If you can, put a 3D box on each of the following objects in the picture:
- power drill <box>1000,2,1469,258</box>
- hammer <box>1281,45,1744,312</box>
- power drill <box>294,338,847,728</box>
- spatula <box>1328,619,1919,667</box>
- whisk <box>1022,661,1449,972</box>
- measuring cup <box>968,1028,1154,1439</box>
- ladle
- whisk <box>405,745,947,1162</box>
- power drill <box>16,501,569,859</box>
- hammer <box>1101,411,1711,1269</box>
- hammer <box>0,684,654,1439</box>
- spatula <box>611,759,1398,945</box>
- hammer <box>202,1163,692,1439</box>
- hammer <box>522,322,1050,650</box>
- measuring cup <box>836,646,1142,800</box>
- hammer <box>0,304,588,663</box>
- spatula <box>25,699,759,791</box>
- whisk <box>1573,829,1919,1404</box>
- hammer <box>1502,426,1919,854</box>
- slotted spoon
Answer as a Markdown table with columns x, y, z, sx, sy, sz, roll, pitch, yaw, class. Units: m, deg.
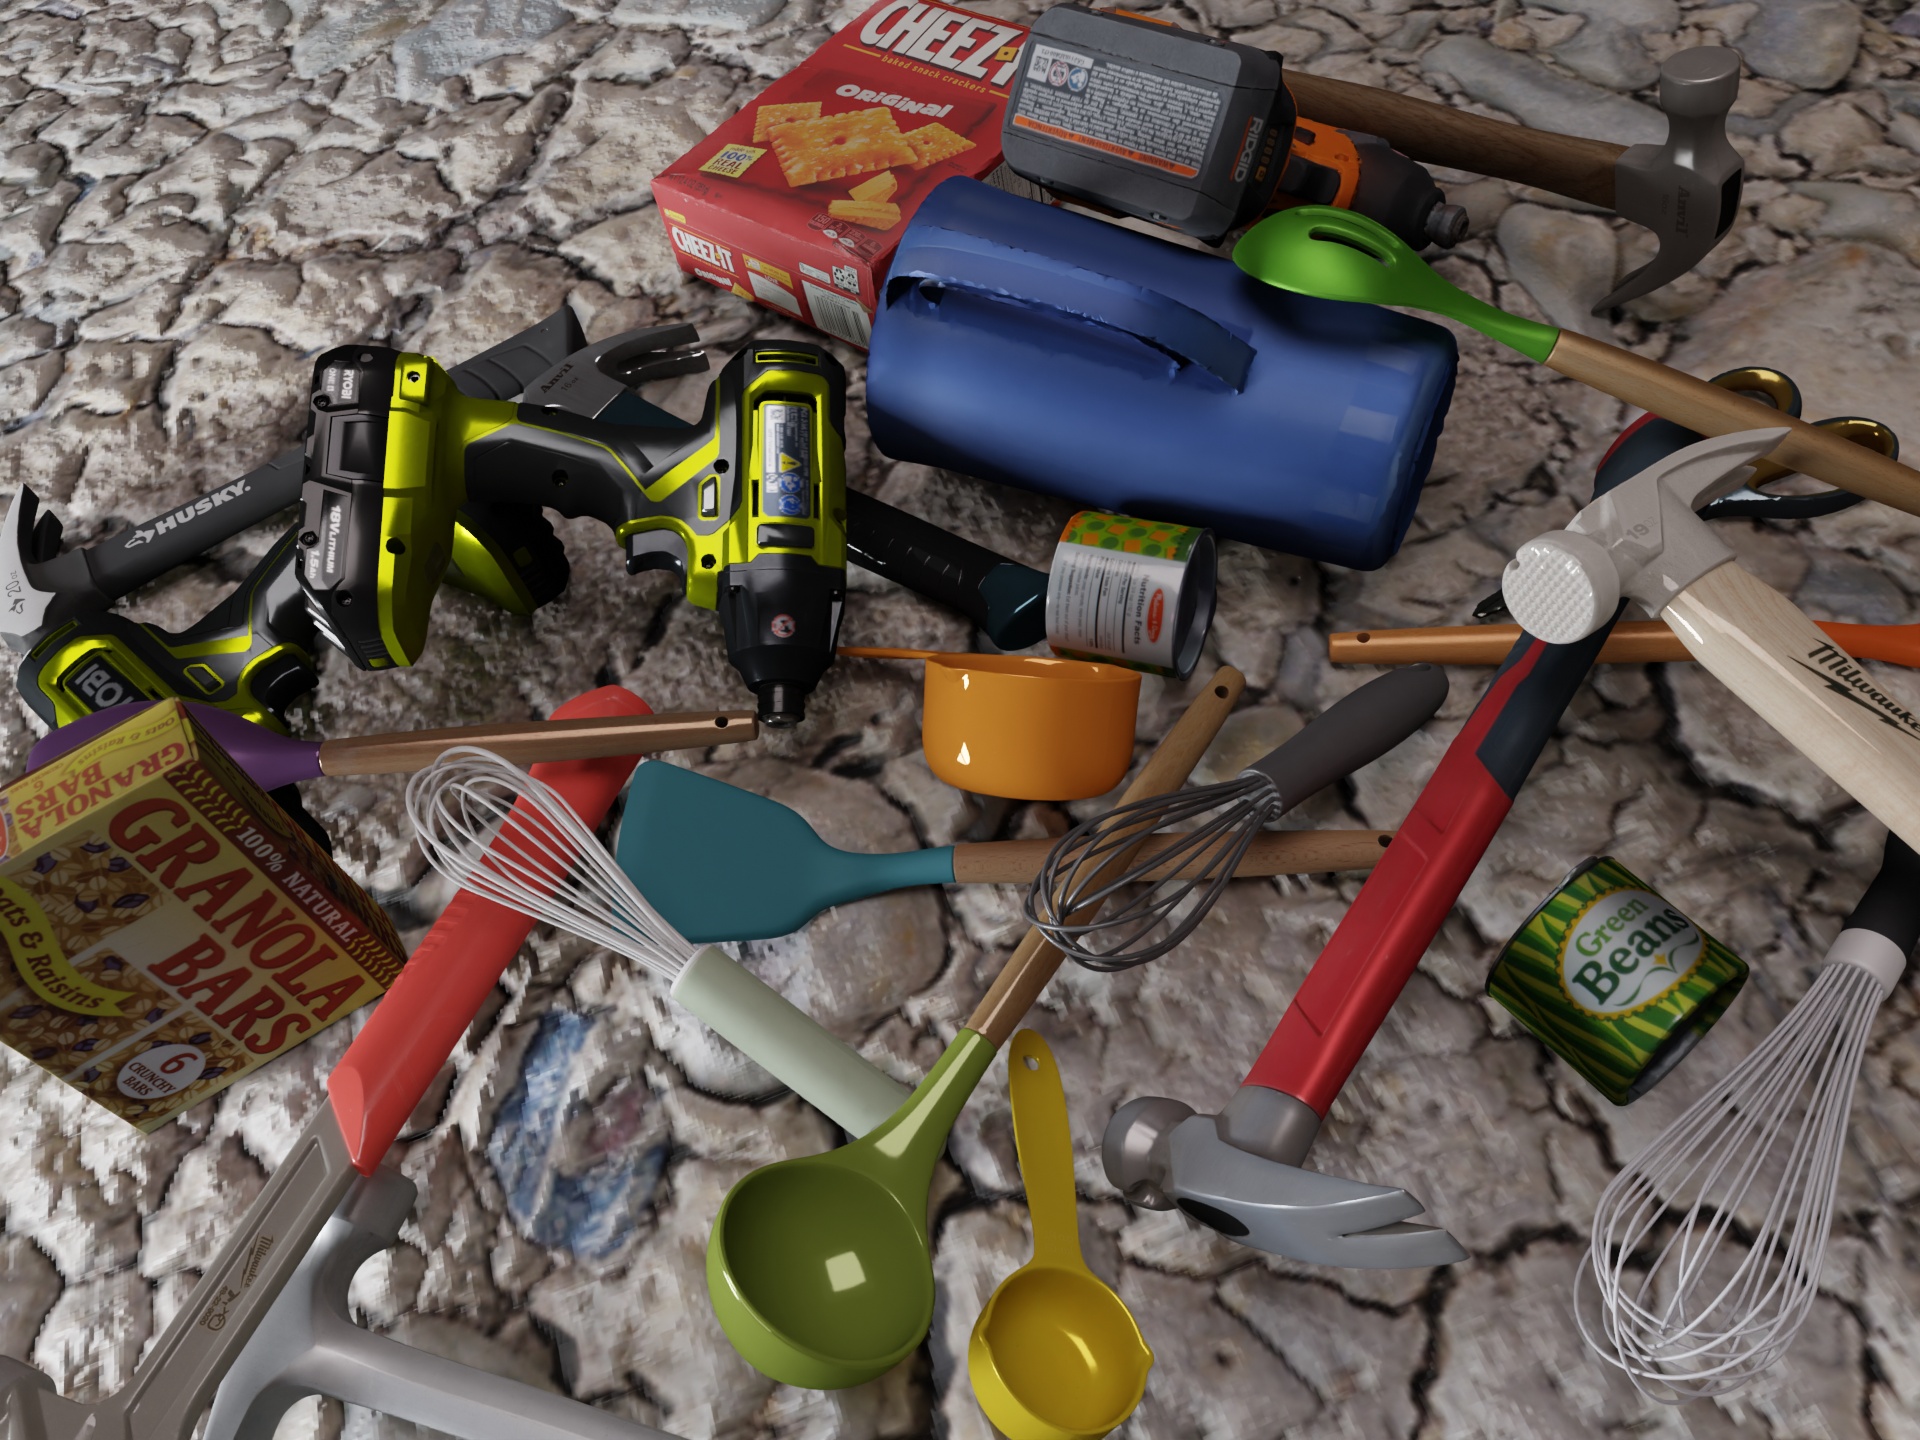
| x | y | z | sx | sy | sz | roll | pitch | yaw | class |
| --- | --- | --- | --- | --- | --- | --- | --- | --- | --- |
| 0.140 | -0.265 | 0.754 | 0.164 | 0.084 | 0.226 | 28 | 22 | 27 | power drill |
| 0.238 | -0.297 | 0.810 | 0.031 | 0.129 | 0.332 | -40 | 46 | -16 | hammer |
| -0.160 | -0.083 | 0.690 | 0.223 | 0.080 | 0.171 | 1 | 74 | -9 | power drill |
| 0.314 | -0.039 | 0.641 | 0.322 | 0.041 | 0.081 | -1 | 56 | 12 | spatula |
| 0.115 | 0.027 | 0.597 | 0.239 | 0.055 | 0.055 | -28 | 51 | -35 | whisk |
| 0.027 | 0.178 | 0.557 | 0.062 | 0.029 | 0.157 | 14 | 38 | -16 | measuring cup |
| 0.024 | 0.091 | 0.570 | 0.078 | 0.062 | 0.320 | 35 | 65 | 6 | ladle |
| -0.107 | 0.089 | 0.596 | 0.246 | 0.057 | 0.059 | 35 | 27 | 7 | whisk |
| -0.299 | -0.035 | 0.746 | 0.191 | 0.080 | 0.228 | 34 | 70 | 25 | power drill |
| 0.197 | 0.018 | 0.568 | 0.386 | 0.038 | 0.143 | -51 | 18 | -24 | hammer |
| -0.202 | 0.124 | 0.600 | 0.149 | 0.036 | 0.359 | 12 | 49 | 18 | hammer |
| 0.022 | 0.053 | 0.635 | 0.317 | 0.044 | 0.082 | -3 | 58 | 8 | spatula |
| -0.067 | 0.257 | 0.513 | 0.405 | 0.035 | 0.144 | 9 | 57 | 18 | hammer |
| -0.091 | -0.112 | 0.782 | 0.331 | 0.033 | 0.128 | 27 | 65 | 27 | hammer |
| -0.001 | -0.002 | 0.674 | 0.174 | 0.095 | 0.052 | 9 | 99 | 46 | measuring cup |
| -0.352 | -0.137 | 0.853 | 0.335 | 0.035 | 0.146 | -30 | 55 | -10 | hammer |
| -0.242 | 0.012 | 0.670 | 0.316 | 0.018 | 0.060 | -4 | 69 | 3 | spatula |
| 0.291 | 0.105 | 0.537 | 0.070 | 0.070 | 0.285 | 30 | 61 | 28 | whisk |
| 0.365 | 0.064 | 0.509 | 0.146 | 0.038 | 0.411 | -27 | 66 | -29 | hammer |
| 0.259 | -0.140 | 0.632 | 0.314 | 0.031 | 0.070 | 23 | 41 | 3 | slotted spoon |
